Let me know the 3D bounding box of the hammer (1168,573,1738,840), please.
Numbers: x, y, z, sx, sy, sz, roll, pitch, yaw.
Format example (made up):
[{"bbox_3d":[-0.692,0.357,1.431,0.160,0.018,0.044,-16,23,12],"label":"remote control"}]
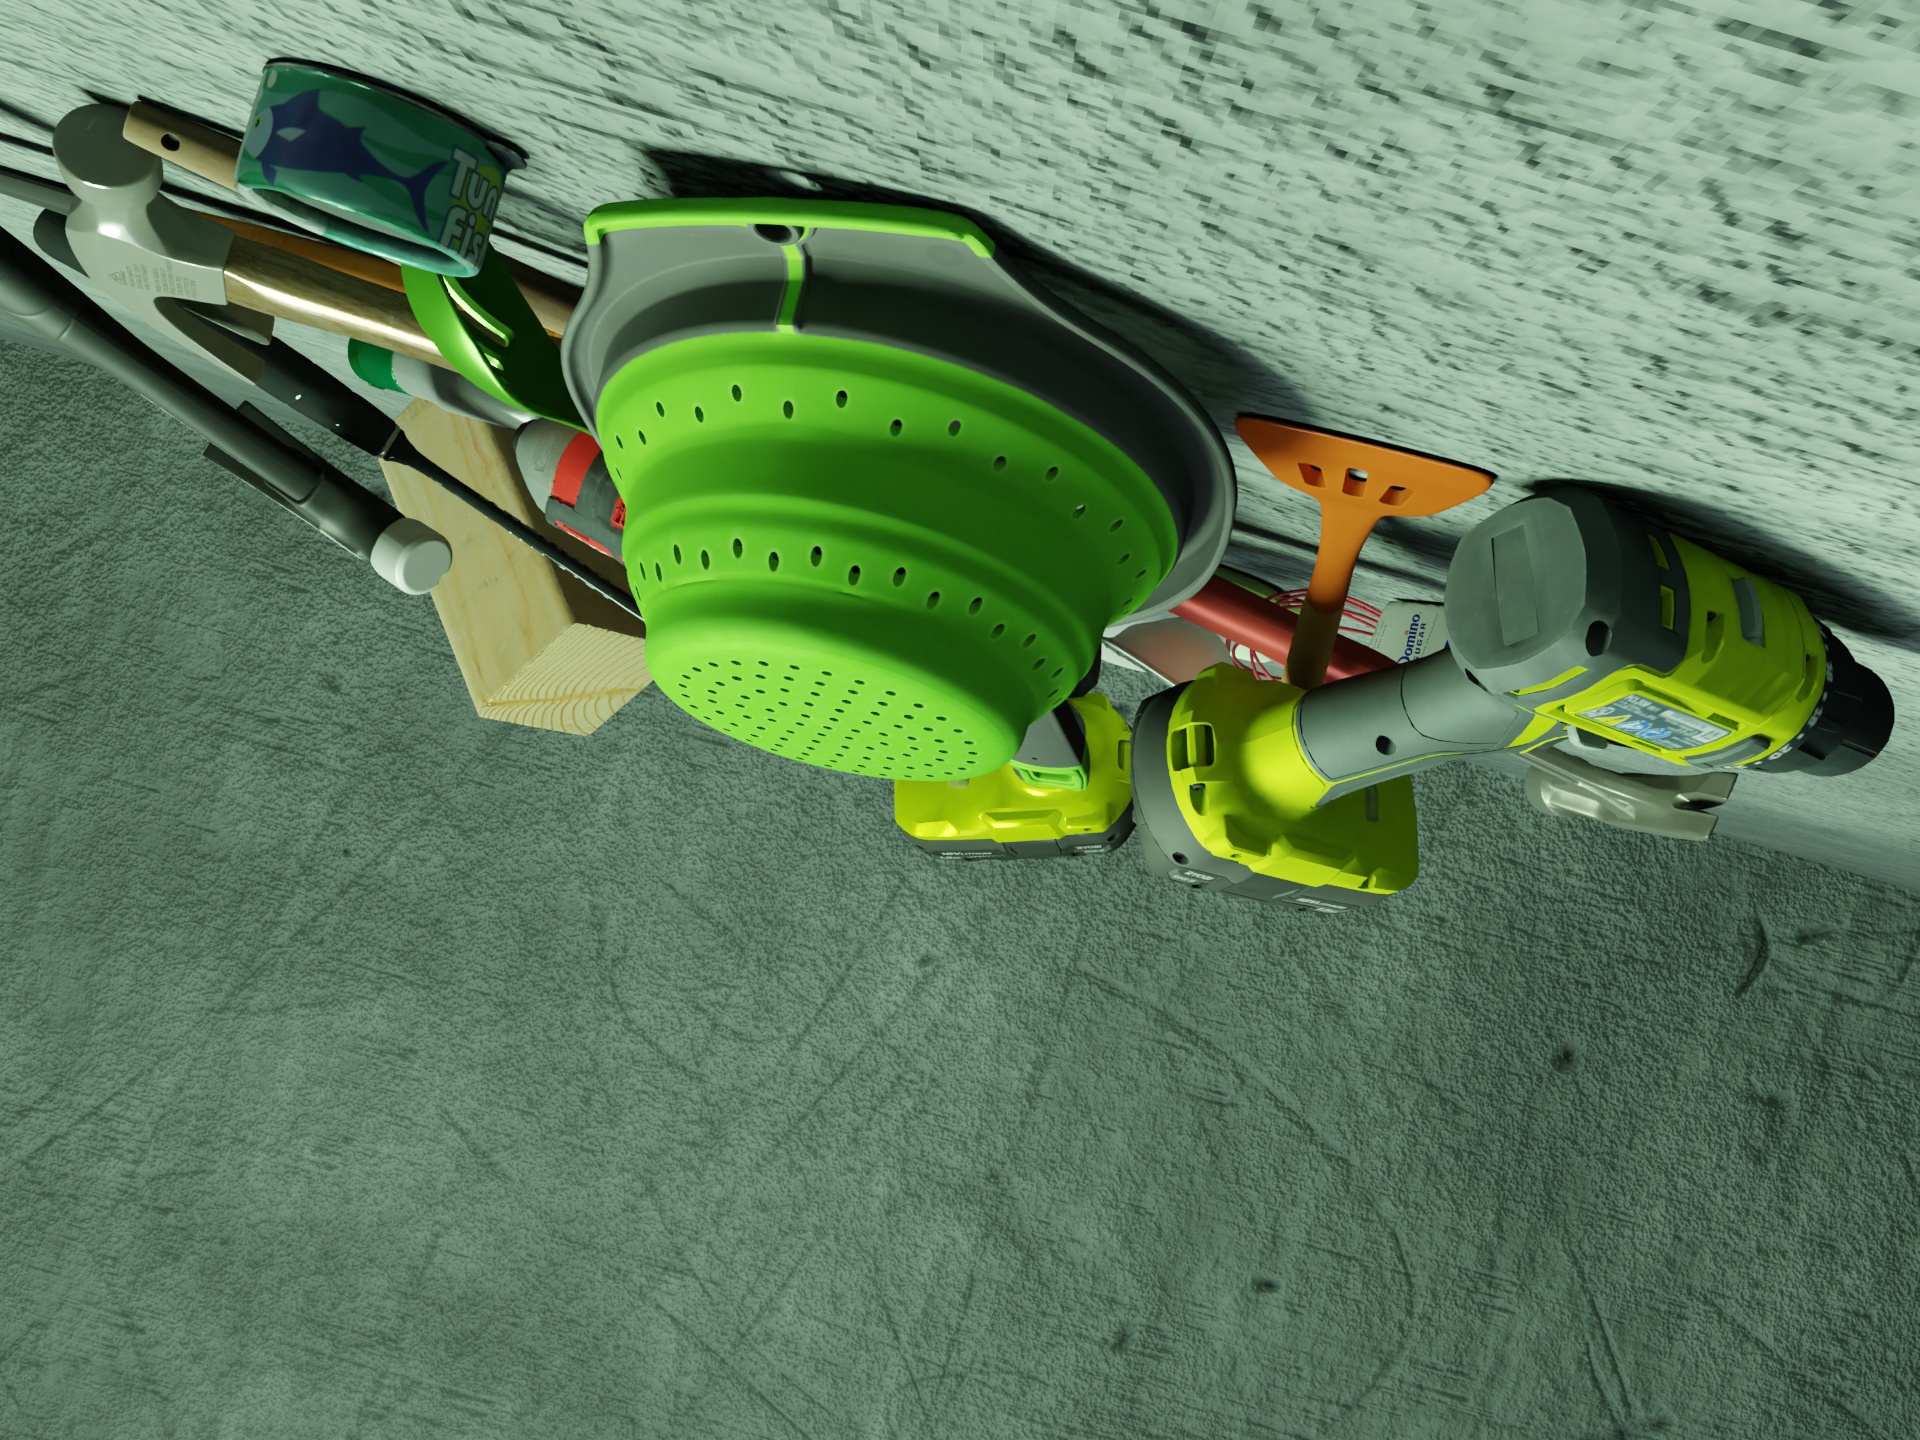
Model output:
[{"bbox_3d":[0.159,-0.034,0.722,0.359,0.037,0.149,25,178,-4],"label":"hammer"}]

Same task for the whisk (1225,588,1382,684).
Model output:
[{"bbox_3d":[0.282,-0.022,0.908,0.295,0.073,0.073,10,-177,-21],"label":"whisk"}]

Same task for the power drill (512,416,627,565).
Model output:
[{"bbox_3d":[-0.116,-0.090,0.791,0.143,0.078,0.219,28,-177,35],"label":"power drill"}]

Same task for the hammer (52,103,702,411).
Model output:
[{"bbox_3d":[-0.161,-0.135,0.616,0.331,0.031,0.130,15,163,-18],"label":"hammer"}]

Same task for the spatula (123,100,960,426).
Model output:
[{"bbox_3d":[-0.129,-0.139,0.568,0.315,0.059,0.018,20,-156,-26],"label":"spatula"}]

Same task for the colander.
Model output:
[{"bbox_3d":[-0.009,-0.012,0.539,0.204,0.094,0.396,7,161,17],"label":"colander"}]

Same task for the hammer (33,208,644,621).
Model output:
[{"bbox_3d":[-0.273,-0.128,0.792,0.409,0.036,0.149,34,-178,-6],"label":"hammer"}]

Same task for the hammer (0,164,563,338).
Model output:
[{"bbox_3d":[-0.306,-0.196,0.665,0.337,0.034,0.127,16,-179,-6],"label":"hammer"}]

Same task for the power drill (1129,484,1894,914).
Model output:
[{"bbox_3d":[0.191,0.006,0.570,0.190,0.080,0.228,15,154,-32],"label":"power drill"}]

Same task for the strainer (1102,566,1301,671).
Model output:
[{"bbox_3d":[0.081,-0.072,0.933,0.152,0.069,0.256,17,-177,42],"label":"strainer"}]

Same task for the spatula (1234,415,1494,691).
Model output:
[{"bbox_3d":[0.139,-0.029,0.631,0.081,0.041,0.322,16,156,12],"label":"spatula"}]

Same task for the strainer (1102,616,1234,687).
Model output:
[{"bbox_3d":[0.062,-0.052,0.836,0.259,0.050,0.086,28,180,37],"label":"strainer"}]

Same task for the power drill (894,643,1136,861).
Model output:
[{"bbox_3d":[-0.001,-0.002,0.781,0.171,0.080,0.223,-5,155,17],"label":"power drill"}]

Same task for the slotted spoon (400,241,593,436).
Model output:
[{"bbox_3d":[-0.090,-0.071,0.587,0.313,0.031,0.070,43,-156,-43],"label":"slotted spoon"}]

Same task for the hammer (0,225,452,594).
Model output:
[{"bbox_3d":[-0.349,-0.156,0.638,0.146,0.035,0.334,31,173,25],"label":"hammer"}]

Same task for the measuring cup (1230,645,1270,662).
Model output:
[{"bbox_3d":[0.140,-0.074,1.086,0.167,0.038,0.083,14,-179,14],"label":"measuring cup"}]
